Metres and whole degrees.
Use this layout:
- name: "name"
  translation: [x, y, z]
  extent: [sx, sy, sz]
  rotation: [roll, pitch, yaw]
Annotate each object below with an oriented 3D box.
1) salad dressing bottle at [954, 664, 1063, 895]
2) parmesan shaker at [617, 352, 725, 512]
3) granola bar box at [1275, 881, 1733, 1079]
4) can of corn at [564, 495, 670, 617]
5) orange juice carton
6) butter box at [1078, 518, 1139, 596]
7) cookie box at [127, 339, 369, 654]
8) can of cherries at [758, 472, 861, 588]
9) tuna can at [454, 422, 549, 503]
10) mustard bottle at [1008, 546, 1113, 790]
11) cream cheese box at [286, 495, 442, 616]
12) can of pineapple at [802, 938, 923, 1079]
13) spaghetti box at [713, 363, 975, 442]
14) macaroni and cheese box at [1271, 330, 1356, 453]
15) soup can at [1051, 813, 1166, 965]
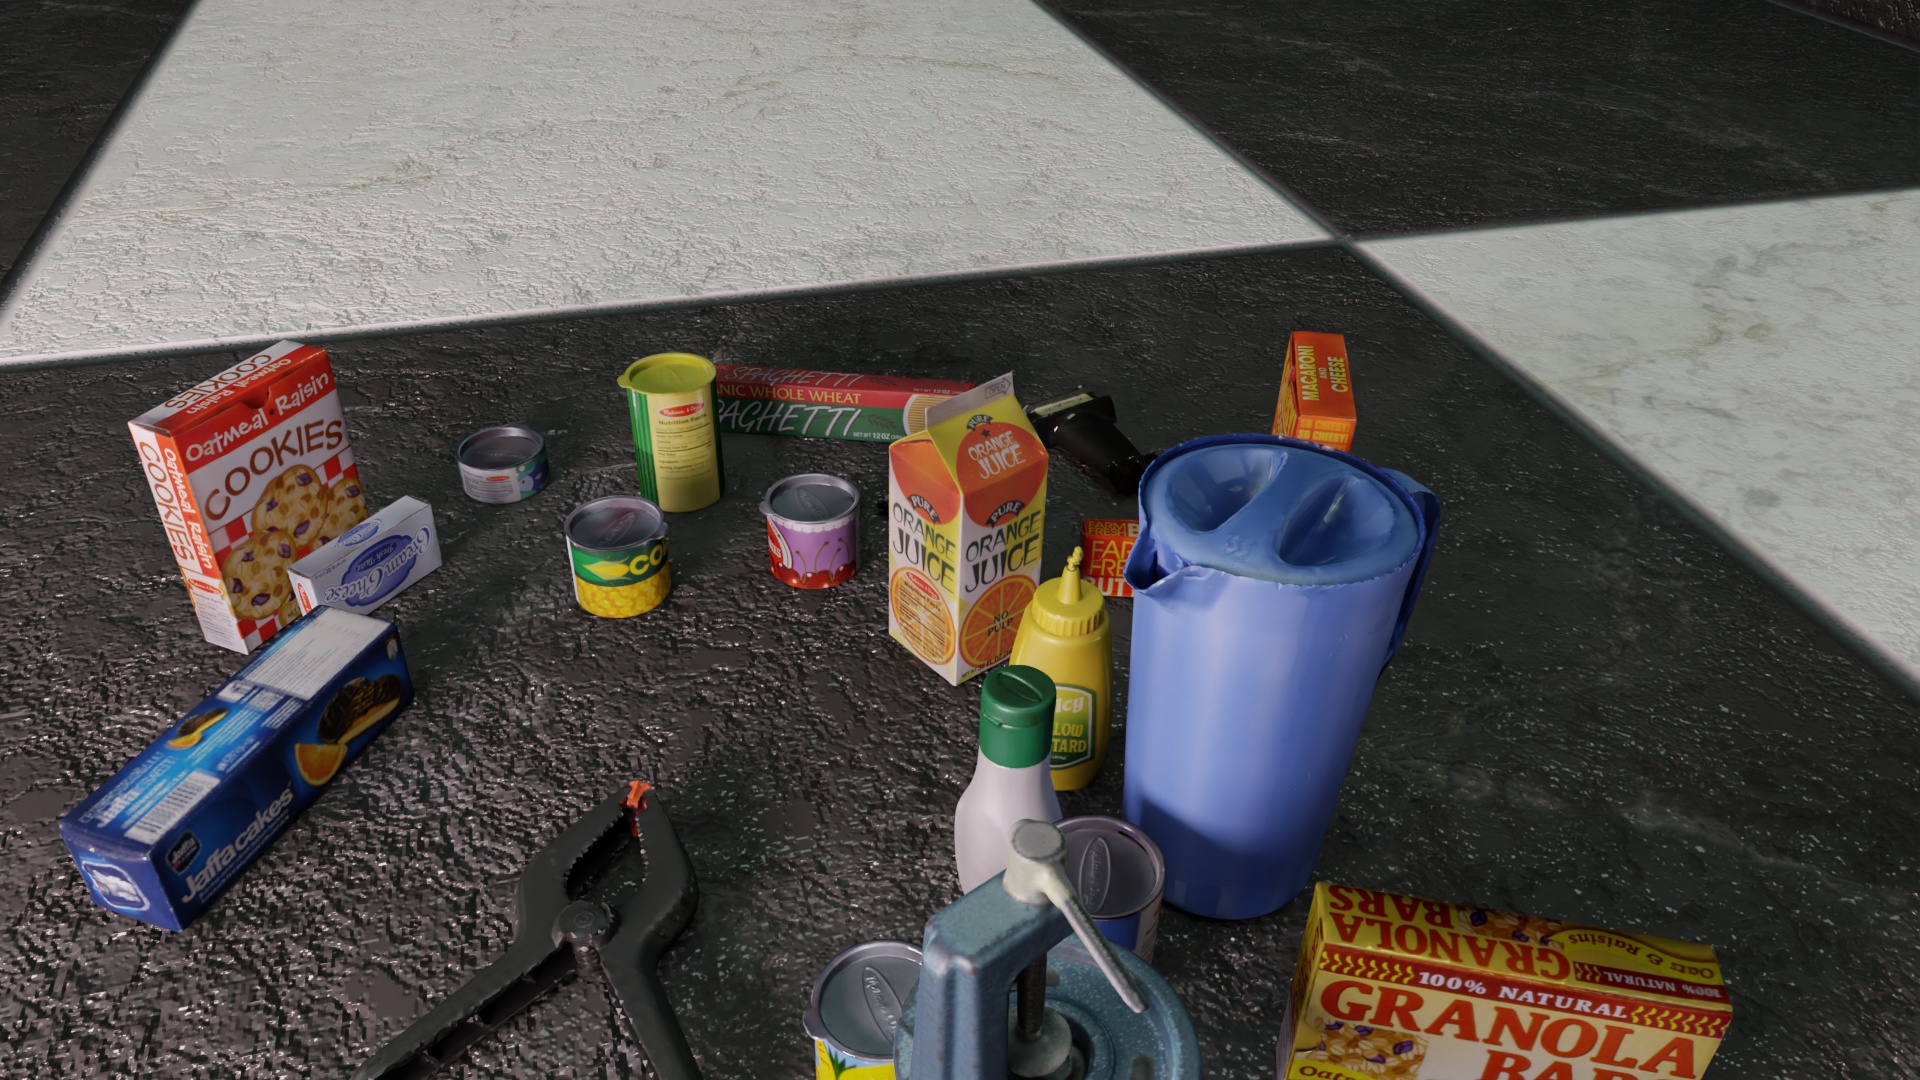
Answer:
- name: "salad dressing bottle"
  translation: [0.027, 0.131, 0.711]
  extent: [0.044, 0.146, 0.064]
  rotation: [-28, 44, -36]
- name: "parmesan shaker"
  translation: [-0.216, -0.080, 1.044]
  extent: [0.071, 0.102, 0.072]
  rotation: [1, 35, -1]
- name: "granola bar box"
  translation: [0.232, 0.219, 0.615]
  extent: [0.165, 0.123, 0.039]
  rotation: [8, 35, 8]
- name: "can of corn"
  translation: [-0.231, 0.011, 0.949]
  extent: [0.071, 0.058, 0.071]
  rotation: [1, 35, -1]
- name: "orange juice carton"
  translation: [0.003, -0.011, 0.876]
  extent: [0.072, 0.191, 0.073]
  rotation: [-25, 43, -33]
- name: "butter box"
  translation: [0.134, 0.014, 0.969]
  extent: [0.103, 0.052, 0.024]
  rotation: [3, 35, 2]
- name: "cookie box"
  translation: [-0.450, -0.029, 0.901]
  extent: [0.040, 0.166, 0.123]
  rotation: [15, 37, 18]
- name: "can of cherries"
  translation: [-0.106, -0.007, 0.982]
  extent: [0.071, 0.058, 0.072]
  rotation: [1, 35, -1]
- name: "tuna can"
  translation: [-0.351, -0.060, 1.069]
  extent: [0.071, 0.032, 0.071]
  rotation: [1, 35, -1]
- name: "mustard bottle"
  translation: [0.057, 0.071, 0.788]
  extent: [0.065, 0.159, 0.049]
  rotation: [4, 34, 2]
- name: "cream cheese box"
  translation: [-0.399, 0.017, 0.936]
  extent: [0.024, 0.053, 0.104]
  rotation: [18, 38, 22]
- name: "can of pineapple"
  translation: [-0.037, 0.230, 0.644]
  extent: [0.071, 0.057, 0.071]
  rotation: [1, 35, -1]
- name: "spaghetti box"
  translation: [-0.114, -0.112, 1.140]
  extent: [0.250, 0.050, 0.029]
  rotation: [4, 35, 3]
- name: "macaroni and cheese box"
  translation: [0.234, -0.043, 0.957]
  extent: [0.040, 0.165, 0.124]
  rotation: [6, 35, 6]
- name: "soup can"
  translation: [0.062, 0.188, 0.687]
  extent: [0.071, 0.083, 0.072]
  rotation: [1, 35, -1]
